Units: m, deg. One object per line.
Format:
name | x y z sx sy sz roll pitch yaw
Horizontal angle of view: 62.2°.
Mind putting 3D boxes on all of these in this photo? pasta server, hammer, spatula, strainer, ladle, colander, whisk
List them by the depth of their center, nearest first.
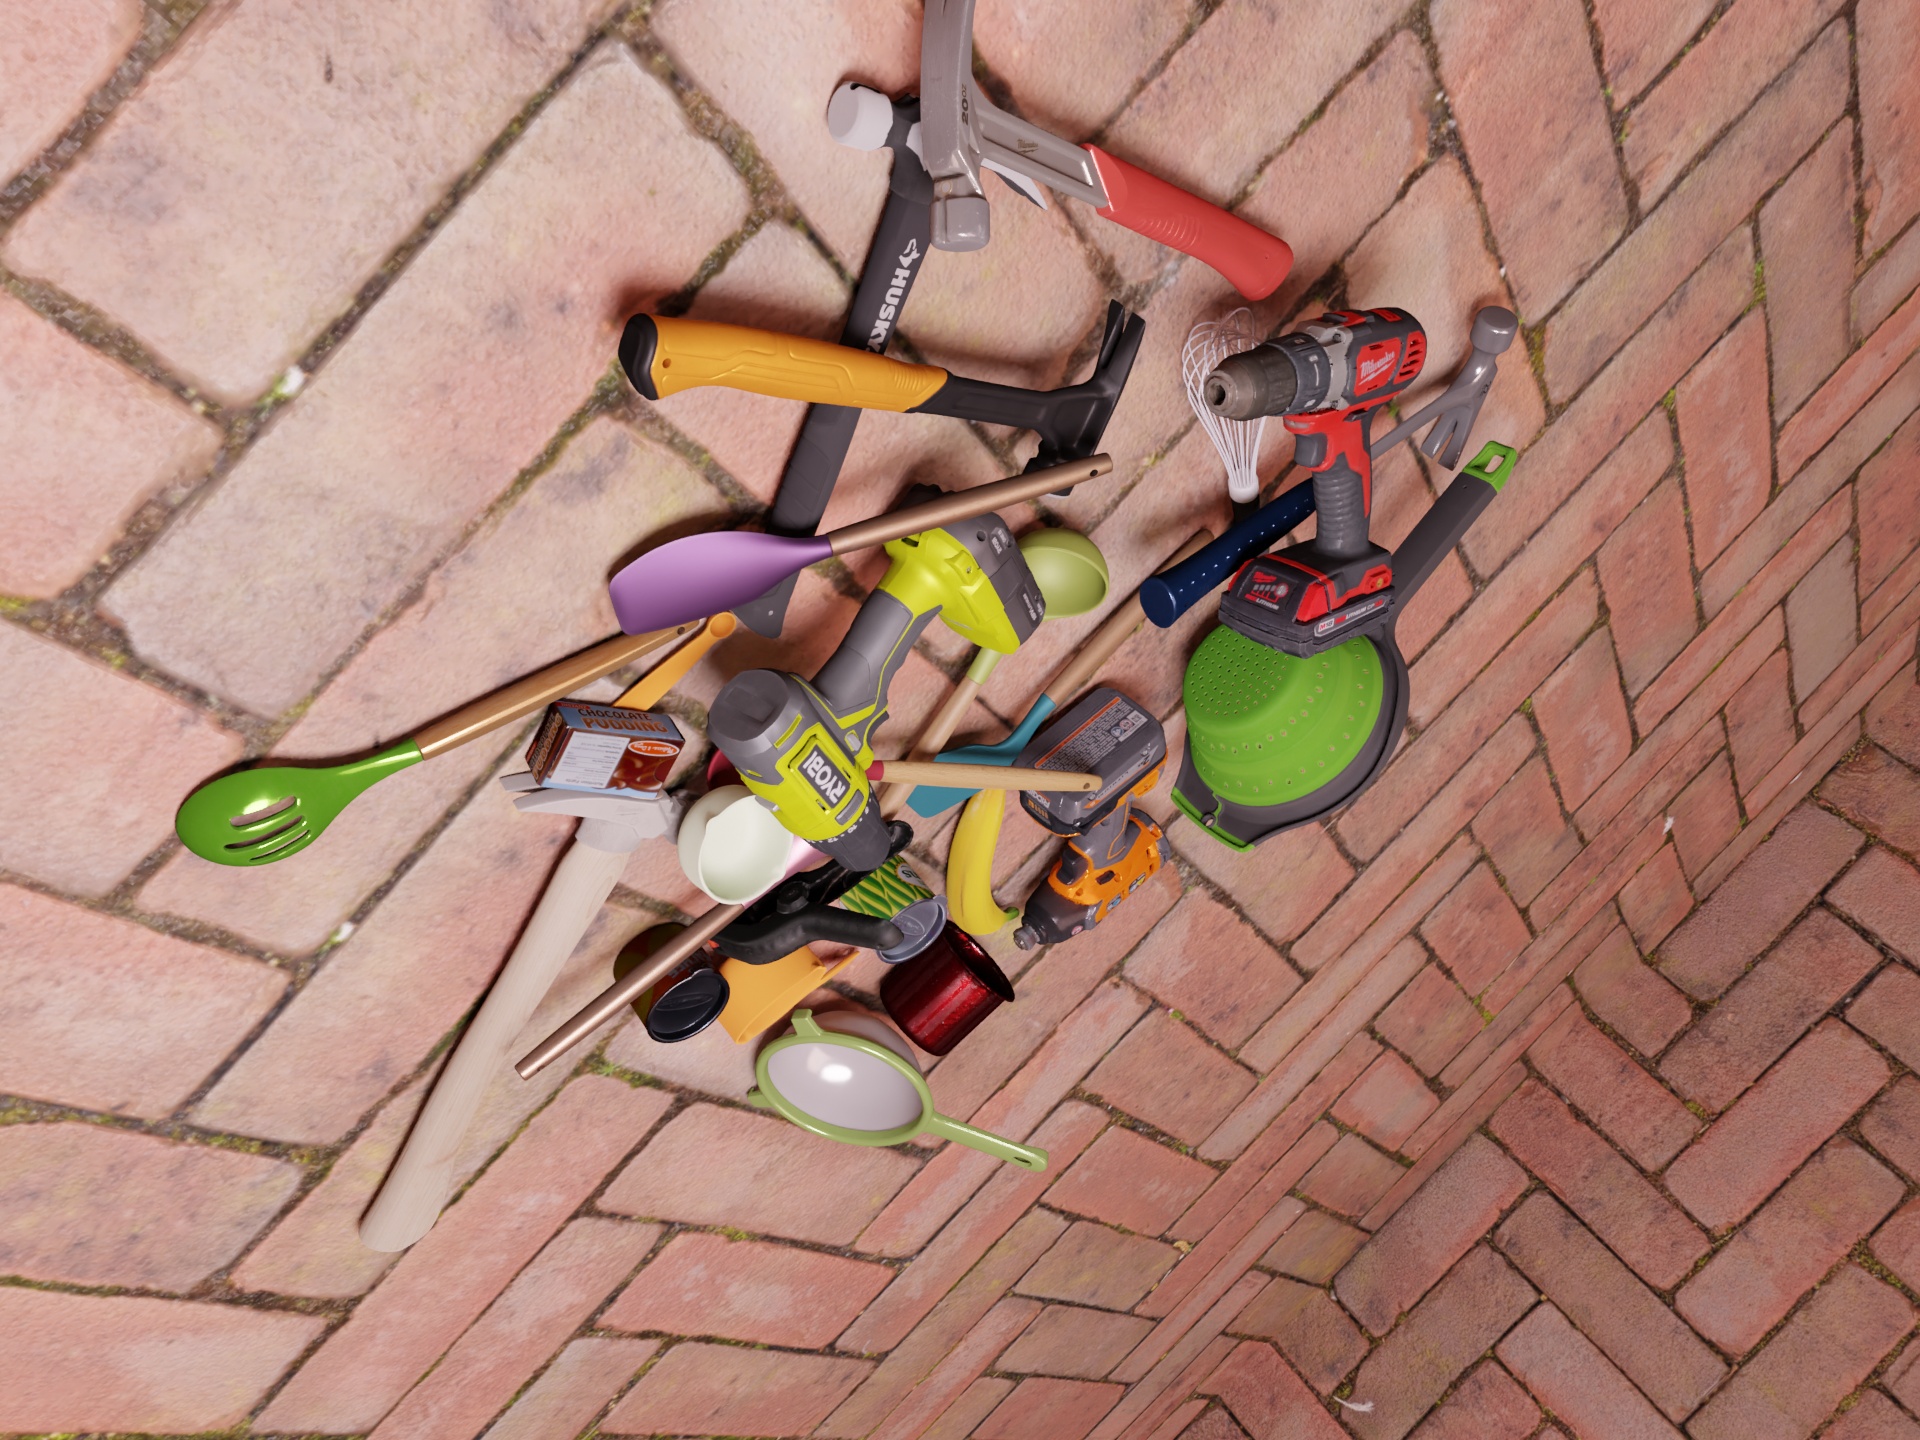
hammer | -0.036 -0.197 0.901 0.336 0.034 0.127 -2 127 -41
hammer | -0.064 -0.193 0.936 0.146 0.035 0.334 -1 126 -42
hammer | 0.100 -0.320 0.943 0.359 0.037 0.149 -1 93 -52
spatula | -0.055 -0.115 0.956 0.316 0.018 0.059 -17 133 -11
hammer | -0.321 0.206 1.076 0.146 0.038 0.410 12 117 -47
pasta server | -0.181 0.139 1.114 0.316 0.040 0.060 -38 144 -18
ladle | -0.033 0.037 1.136 0.315 0.031 0.069 4 119 -28
ladle | -0.002 -0.004 1.154 0.078 0.062 0.320 28 106 -23
whisk | 0.207 -0.194 1.183 0.070 0.070 0.284 -38 147 -9
hammer | 0.286 -0.180 1.225 0.405 0.035 0.144 -35 151 -28
spatula | 0.079 -0.041 1.233 0.317 0.044 0.082 -45 142 -7
colander | 0.298 -0.084 1.275 0.397 0.205 0.094 -51 129 1
strainer | -0.041 0.304 1.324 0.256 0.069 0.151 22 134 -7

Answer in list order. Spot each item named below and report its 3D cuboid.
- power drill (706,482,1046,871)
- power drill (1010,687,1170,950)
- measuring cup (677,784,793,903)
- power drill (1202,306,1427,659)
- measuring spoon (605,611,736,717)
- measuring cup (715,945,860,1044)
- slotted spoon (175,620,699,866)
power drill | -0.046 -0.021 1.033 0.228 0.080 0.190 -53 144 -15
power drill | 0.101 0.096 1.328 0.164 0.084 0.226 -38 147 -21
measuring cup | -0.128 0.042 1.057 0.167 0.038 0.083 -59 137 -12
power drill | 0.233 -0.161 1.086 0.188 0.080 0.226 -21 124 -35
measuring spoon | -0.188 -0.030 1.000 0.117 0.011 0.021 -41 140 1
measuring cup | -0.134 0.190 1.237 0.095 0.052 0.173 -47 169 23
slotted spoon | -0.290 0.004 0.919 0.314 0.031 0.070 -29 141 -23
